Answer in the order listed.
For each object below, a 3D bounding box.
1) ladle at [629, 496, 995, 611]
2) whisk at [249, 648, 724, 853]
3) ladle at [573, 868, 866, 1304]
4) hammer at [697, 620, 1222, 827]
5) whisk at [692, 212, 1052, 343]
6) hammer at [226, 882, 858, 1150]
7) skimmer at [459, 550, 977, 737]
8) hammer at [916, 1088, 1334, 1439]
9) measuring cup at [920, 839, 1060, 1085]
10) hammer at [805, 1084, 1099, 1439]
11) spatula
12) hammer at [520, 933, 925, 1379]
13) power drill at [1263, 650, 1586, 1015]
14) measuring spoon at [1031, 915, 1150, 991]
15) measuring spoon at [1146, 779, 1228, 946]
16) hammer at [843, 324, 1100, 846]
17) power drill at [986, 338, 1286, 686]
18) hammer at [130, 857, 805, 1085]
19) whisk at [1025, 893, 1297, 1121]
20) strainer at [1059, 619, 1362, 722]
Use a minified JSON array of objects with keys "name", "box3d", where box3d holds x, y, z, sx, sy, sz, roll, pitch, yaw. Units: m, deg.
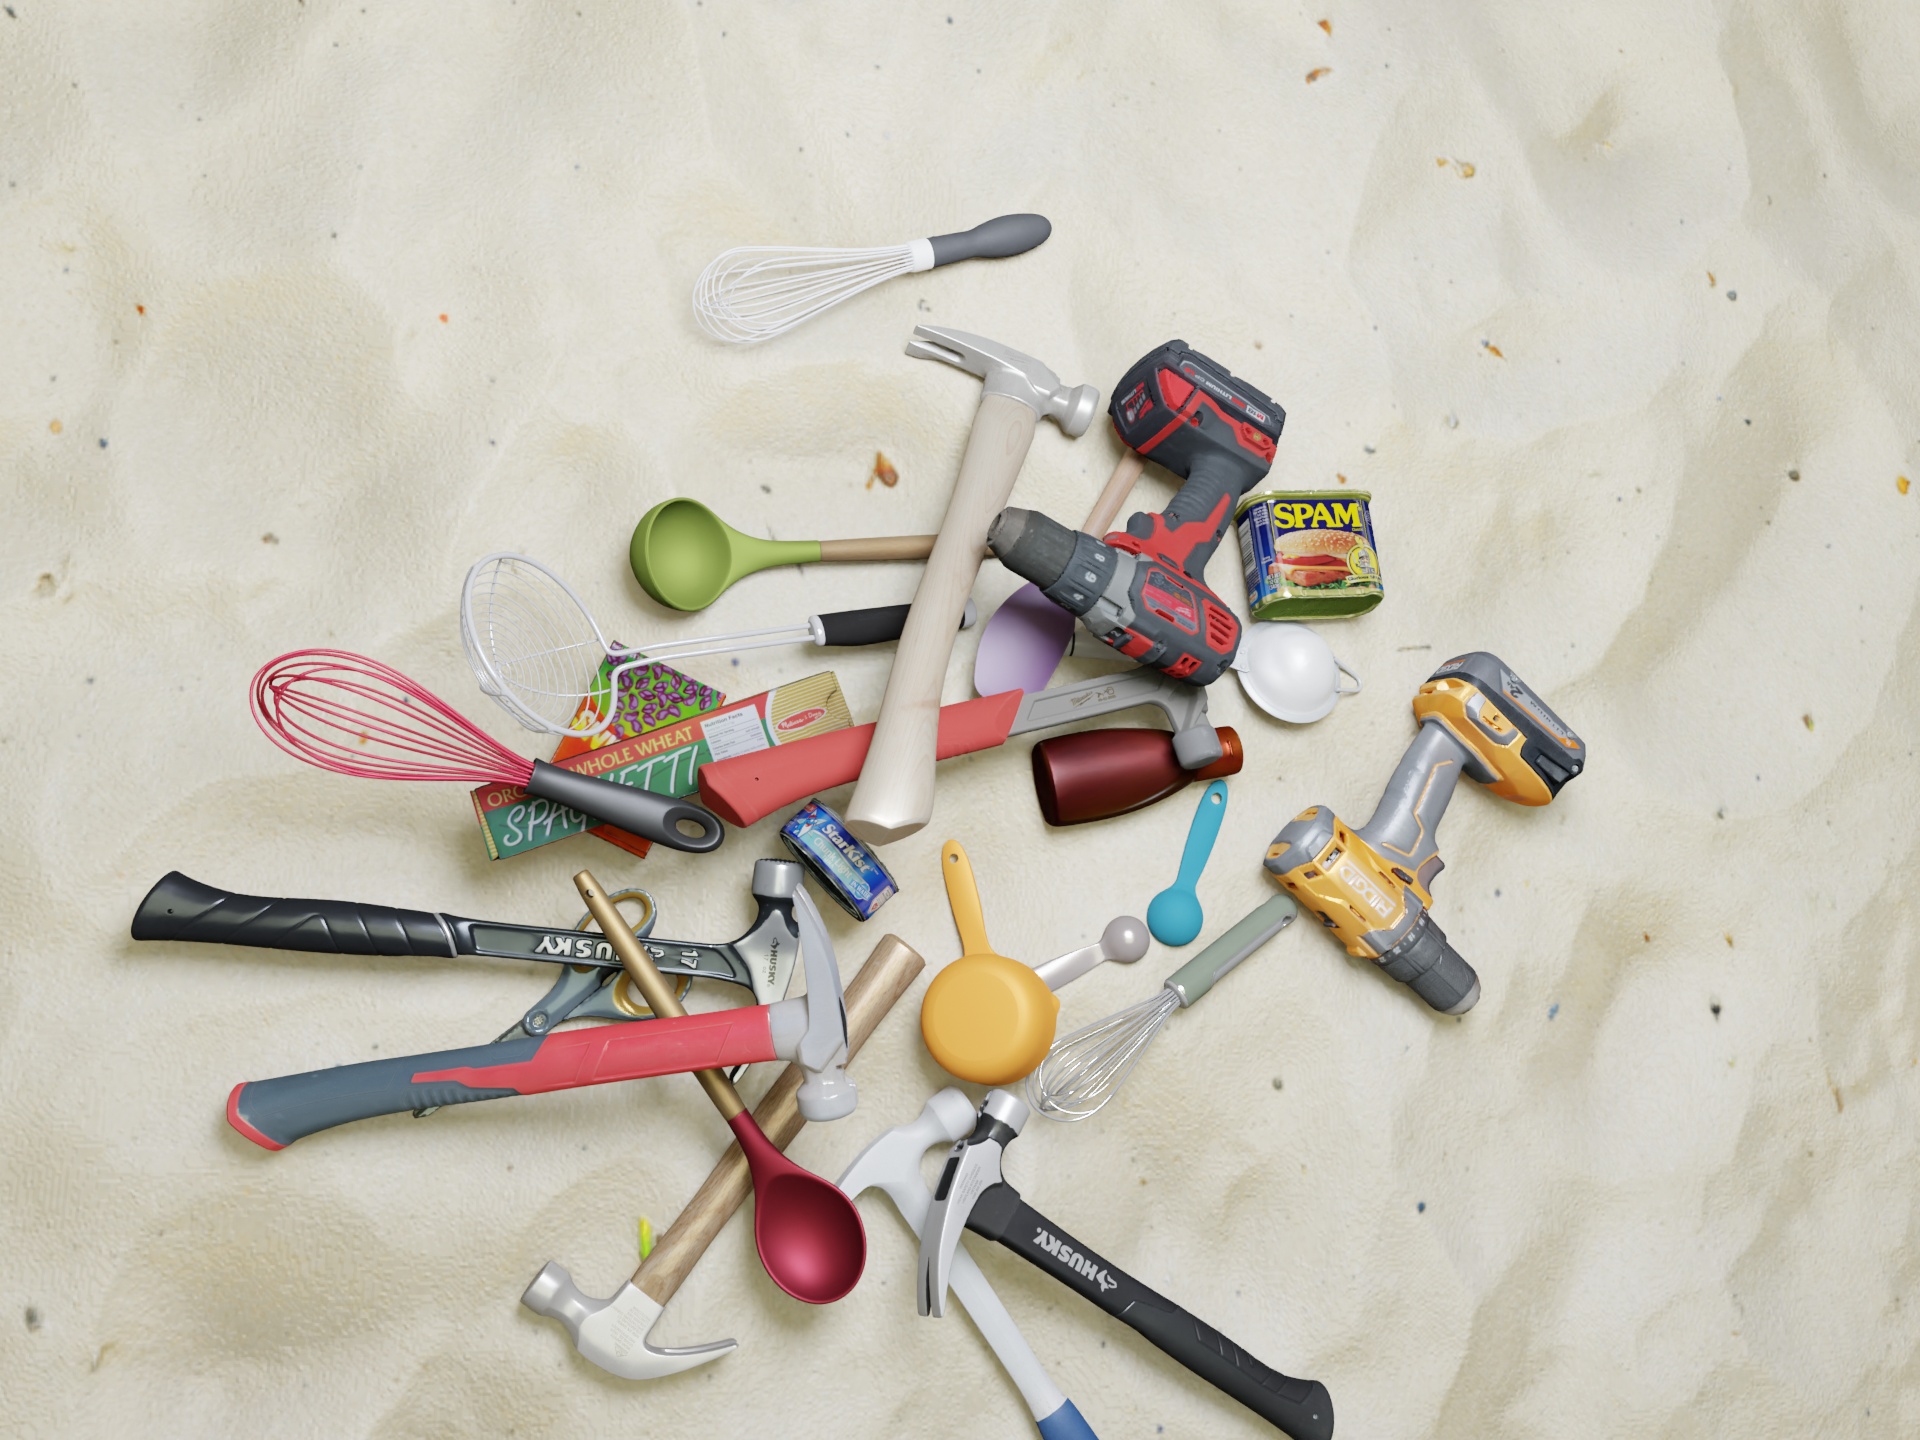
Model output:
[{"name":"ladle","box3d":[-0.071,-0.121,1.123,0.320,0.062,0.078,-4,93,-15]},{"name":"whisk","box3d":[-0.282,0.027,0.975,0.295,0.073,0.073,21,77,-20]},{"name":"ladle","box3d":[-0.158,0.230,1.013,0.069,0.031,0.315,-32,91,-3]},{"name":"hammer","box3d":[-0.002,-0.003,1.069,0.359,0.036,0.149,-13,72,-20]},{"name":"whisk","box3d":[-0.060,-0.334,1.161,0.284,0.070,0.070,-18,85,-18]},{"name":"hammer","box3d":[-0.264,0.197,0.981,0.386,0.038,0.143,-9,96,3]},{"name":"skimmer","box3d":[-0.143,-0.064,1.044,0.363,0.090,0.127,-9,68,-26]},{"name":"hammer","box3d":[0.118,0.397,1.060,0.334,0.035,0.146,37,62,-12]},{"name":"measuring cup","box3d":[0.007,0.161,1.081,0.095,0.052,0.174,-17,74,12]},{"name":"hammer","box3d":[0.049,0.453,1.061,0.144,0.035,0.405,-33,88,-15]},{"name":"spatula","box3d":[0.097,-0.142,1.167,0.059,0.018,0.316,35,71,-11]},{"name":"hammer","box3d":[-0.132,0.284,1.054,0.130,0.031,0.331,39,75,-3]},{"name":"power drill","box3d":[0.356,0.086,1.164,0.185,0.084,0.226,44,79,-4]},{"name":"measuring spoon","box3d":[0.080,0.173,1.122,0.124,0.018,0.034,-24,86,-13]},{"name":"measuring spoon","box3d":[0.172,0.101,1.150,0.042,0.021,0.129,22,78,-7]},{"name":"hammer","box3d":[-0.015,-0.102,1.072,0.146,0.038,0.411,21,57,-7]},{"name":"power drill","box3d":[0.125,-0.153,1.102,0.187,0.080,0.227,28,61,-16]},{"name":"hammer","box3d":[-0.309,0.144,1.019,0.409,0.036,0.149,7,85,-11]},{"name":"whisk","box3d":[0.146,0.198,1.119,0.246,0.057,0.059,-34,55,-19]},{"name":"strainer","box3d":[0.181,-0.047,1.170,0.258,0.050,0.087,5,64,-7]}]
